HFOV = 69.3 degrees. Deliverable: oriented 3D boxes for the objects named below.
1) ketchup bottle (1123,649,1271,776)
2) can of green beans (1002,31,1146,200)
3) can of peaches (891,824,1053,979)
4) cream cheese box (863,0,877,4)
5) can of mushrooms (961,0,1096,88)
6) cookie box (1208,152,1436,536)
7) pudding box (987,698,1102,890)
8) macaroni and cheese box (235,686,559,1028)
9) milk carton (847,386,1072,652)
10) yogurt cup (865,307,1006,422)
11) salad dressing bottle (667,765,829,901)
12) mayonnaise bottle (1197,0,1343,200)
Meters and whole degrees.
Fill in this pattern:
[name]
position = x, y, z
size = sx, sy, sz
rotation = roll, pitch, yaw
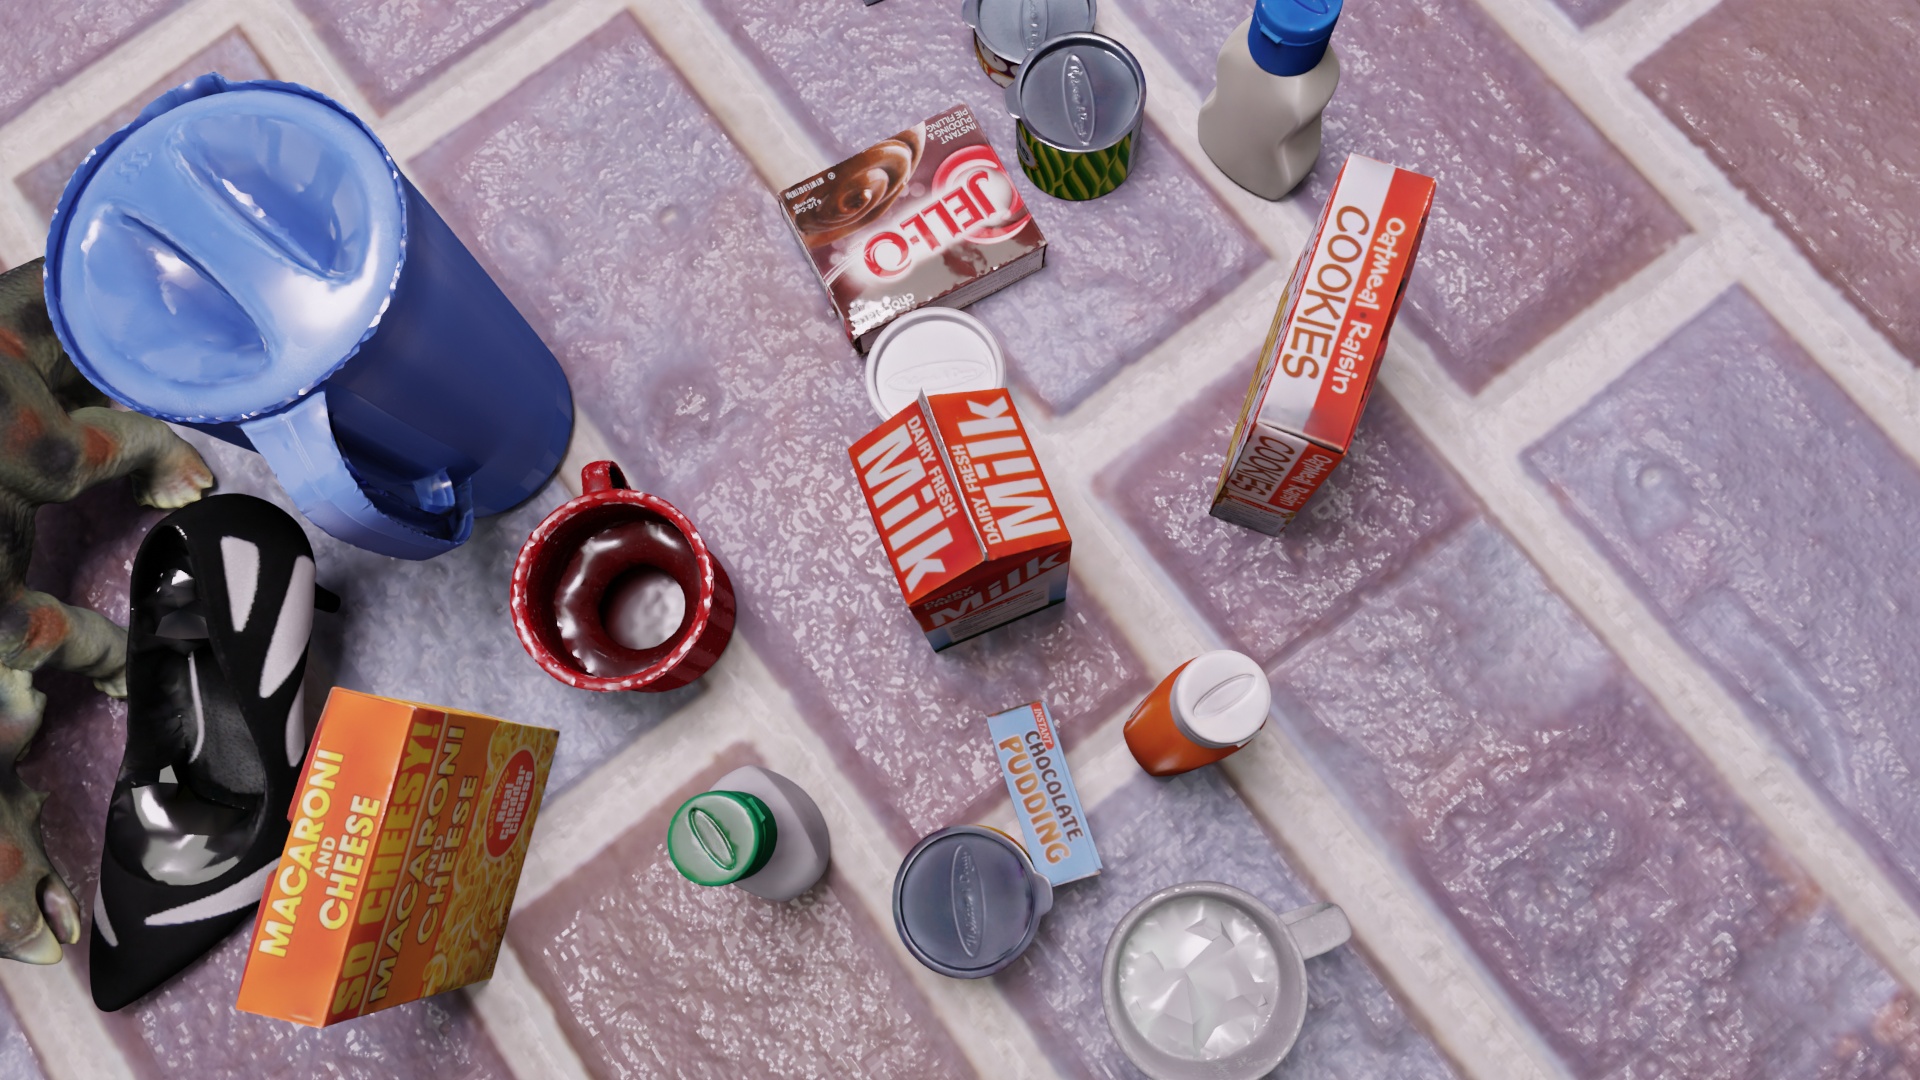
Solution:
[ketchup bottle]
position = 0.106, 0.075, 0.605
size = 0.065, 0.148, 0.043
rotation = -32, 79, -3
[can of green beans]
position = 0.061, -0.217, 0.715
size = 0.071, 0.057, 0.071
rotation = -1, 78, 3
[can of peaches]
position = 0.007, 0.164, 0.637
size = 0.071, 0.058, 0.071
rotation = -1, 78, 3
[cream cheese box]
position = -0.011, -0.329, 0.745
size = 0.104, 0.053, 0.024
rotation = -22, 78, -2
[can of mushrooms]
position = 0.037, -0.275, 0.741
size = 0.071, 0.033, 0.071
rotation = -1, 78, 3
[cookie box]
position = 0.158, -0.079, 0.625
size = 0.040, 0.167, 0.123
rotation = 19, 80, 7
[pudding box]
position = 0.039, 0.119, 0.649
size = 0.030, 0.049, 0.084
rotation = -18, 78, -1
[macaroni and cheese box]
position = -0.235, 0.134, 0.601
size = 0.040, 0.166, 0.124
rotation = 11, 79, 5
[milk carton]
position = 0.002, -0.008, 0.606
size = 0.073, 0.190, 0.072
rotation = -22, 78, -1
[yogurt cup]
position = -0.011, -0.076, 0.691
size = 0.072, 0.054, 0.072
rotation = -1, 78, 3
[salad dressing bottle]
position = -0.091, 0.128, 0.604
size = 0.044, 0.147, 0.064
rotation = -36, 79, -4
[mayonnaise bottle]
position = 0.151, -0.219, 0.665
size = 0.065, 0.148, 0.041
rotation = 43, 84, 10
